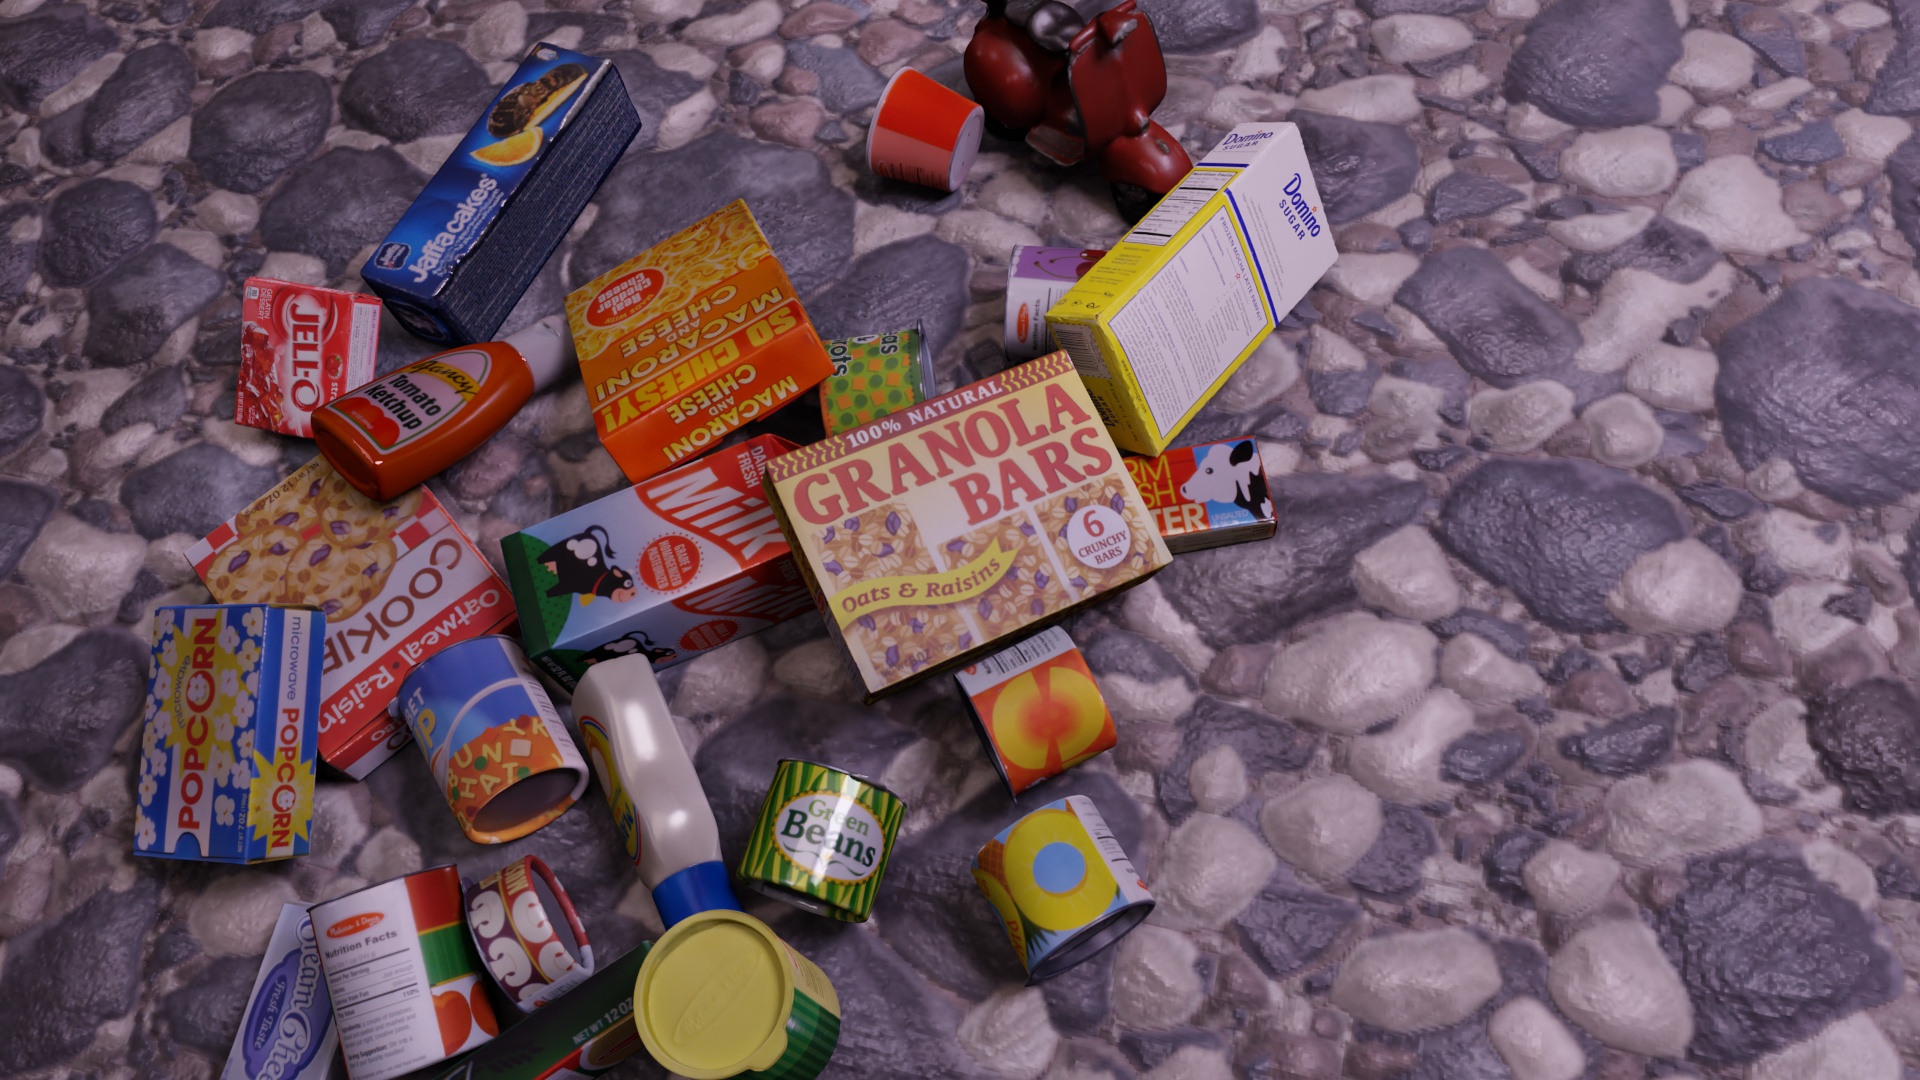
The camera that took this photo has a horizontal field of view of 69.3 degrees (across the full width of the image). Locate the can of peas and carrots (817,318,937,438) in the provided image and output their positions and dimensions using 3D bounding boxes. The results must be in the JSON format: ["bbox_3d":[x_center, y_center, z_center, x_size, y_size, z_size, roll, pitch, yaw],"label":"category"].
[{"bbox_3d":[-0.045,-0.083,0.764,0.059,0.070,0.071,-7,63,4],"label":"can of peas and carrots"}]

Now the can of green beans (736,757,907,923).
[{"bbox_3d":[-0.065,0.142,0.655,0.071,0.071,0.058,13,66,13],"label":"can of green beans"}]

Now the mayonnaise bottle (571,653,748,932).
[{"bbox_3d":[-0.146,0.131,0.674,0.041,0.064,0.148,-14,62,-30],"label":"mayonnaise bottle"}]

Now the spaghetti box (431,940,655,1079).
[{"bbox_3d":[-0.234,0.265,0.623,0.250,0.050,0.029,-32,62,-9],"label":"spaghetti box"}]

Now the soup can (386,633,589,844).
[{"bbox_3d":[-0.237,0.101,0.696,0.071,0.071,0.084,-33,65,-10],"label":"soup can"}]

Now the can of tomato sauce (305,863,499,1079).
[{"bbox_3d":[-0.255,0.199,0.641,0.071,0.071,0.083,-19,80,-2],"label":"can of tomato sauce"}]

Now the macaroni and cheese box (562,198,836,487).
[{"bbox_3d":[-0.148,-0.114,0.770,0.124,0.040,0.167,-30,41,0],"label":"macaroni and cheese box"}]

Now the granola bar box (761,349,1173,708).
[{"bbox_3d":[0.002,-0.009,0.682,0.166,0.039,0.124,-22,78,-18],"label":"granola bar box"}]

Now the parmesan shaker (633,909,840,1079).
[{"bbox_3d":[-0.092,0.207,0.605,0.071,0.102,0.071,-3,63,6],"label":"parmesan shaker"}]

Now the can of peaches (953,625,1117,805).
[{"bbox_3d":[0.037,0.084,0.674,0.058,0.071,0.071,-26,63,-6],"label":"can of peaches"}]

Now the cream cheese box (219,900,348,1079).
[{"bbox_3d":[-0.314,0.229,0.666,0.053,0.024,0.104,6,64,9],"label":"cream cheese box"}]

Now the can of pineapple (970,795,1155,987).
[{"bbox_3d":[0.044,0.159,0.633,0.071,0.070,0.058,-29,63,-7],"label":"can of pineapple"}]

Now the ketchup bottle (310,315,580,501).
[{"bbox_3d":[-0.282,-0.080,0.783,0.065,0.043,0.149,36,51,19],"label":"ketchup bottle"}]

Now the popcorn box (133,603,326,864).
[{"bbox_3d":[-0.368,0.095,0.700,0.085,0.038,0.127,-3,82,25],"label":"popcorn box"}]

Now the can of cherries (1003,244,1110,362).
[{"bbox_3d":[0.058,-0.133,0.780,0.058,0.071,0.072,5,64,9],"label":"can of cherries"}]

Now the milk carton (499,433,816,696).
[{"bbox_3d":[-0.131,0.007,0.728,0.191,0.072,0.074,-22,64,-4],"label":"milk carton"}]

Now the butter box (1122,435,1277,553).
[{"bbox_3d":[0.111,-0.021,0.739,0.103,0.024,0.053,-9,63,2],"label":"butter box"}]

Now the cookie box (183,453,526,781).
[{"bbox_3d":[-0.327,0.029,0.759,0.123,0.040,0.168,-40,66,-13],"label":"cookie box"}]

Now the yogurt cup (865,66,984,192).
[{"bbox_3d":[-0.020,-0.248,0.849,0.054,0.072,0.072,23,68,9],"label":"yogurt cup"}]

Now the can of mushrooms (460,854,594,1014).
[{"bbox_3d":[-0.203,0.182,0.651,0.033,0.070,0.071,-29,64,-8],"label":"can of mushrooms"}]
